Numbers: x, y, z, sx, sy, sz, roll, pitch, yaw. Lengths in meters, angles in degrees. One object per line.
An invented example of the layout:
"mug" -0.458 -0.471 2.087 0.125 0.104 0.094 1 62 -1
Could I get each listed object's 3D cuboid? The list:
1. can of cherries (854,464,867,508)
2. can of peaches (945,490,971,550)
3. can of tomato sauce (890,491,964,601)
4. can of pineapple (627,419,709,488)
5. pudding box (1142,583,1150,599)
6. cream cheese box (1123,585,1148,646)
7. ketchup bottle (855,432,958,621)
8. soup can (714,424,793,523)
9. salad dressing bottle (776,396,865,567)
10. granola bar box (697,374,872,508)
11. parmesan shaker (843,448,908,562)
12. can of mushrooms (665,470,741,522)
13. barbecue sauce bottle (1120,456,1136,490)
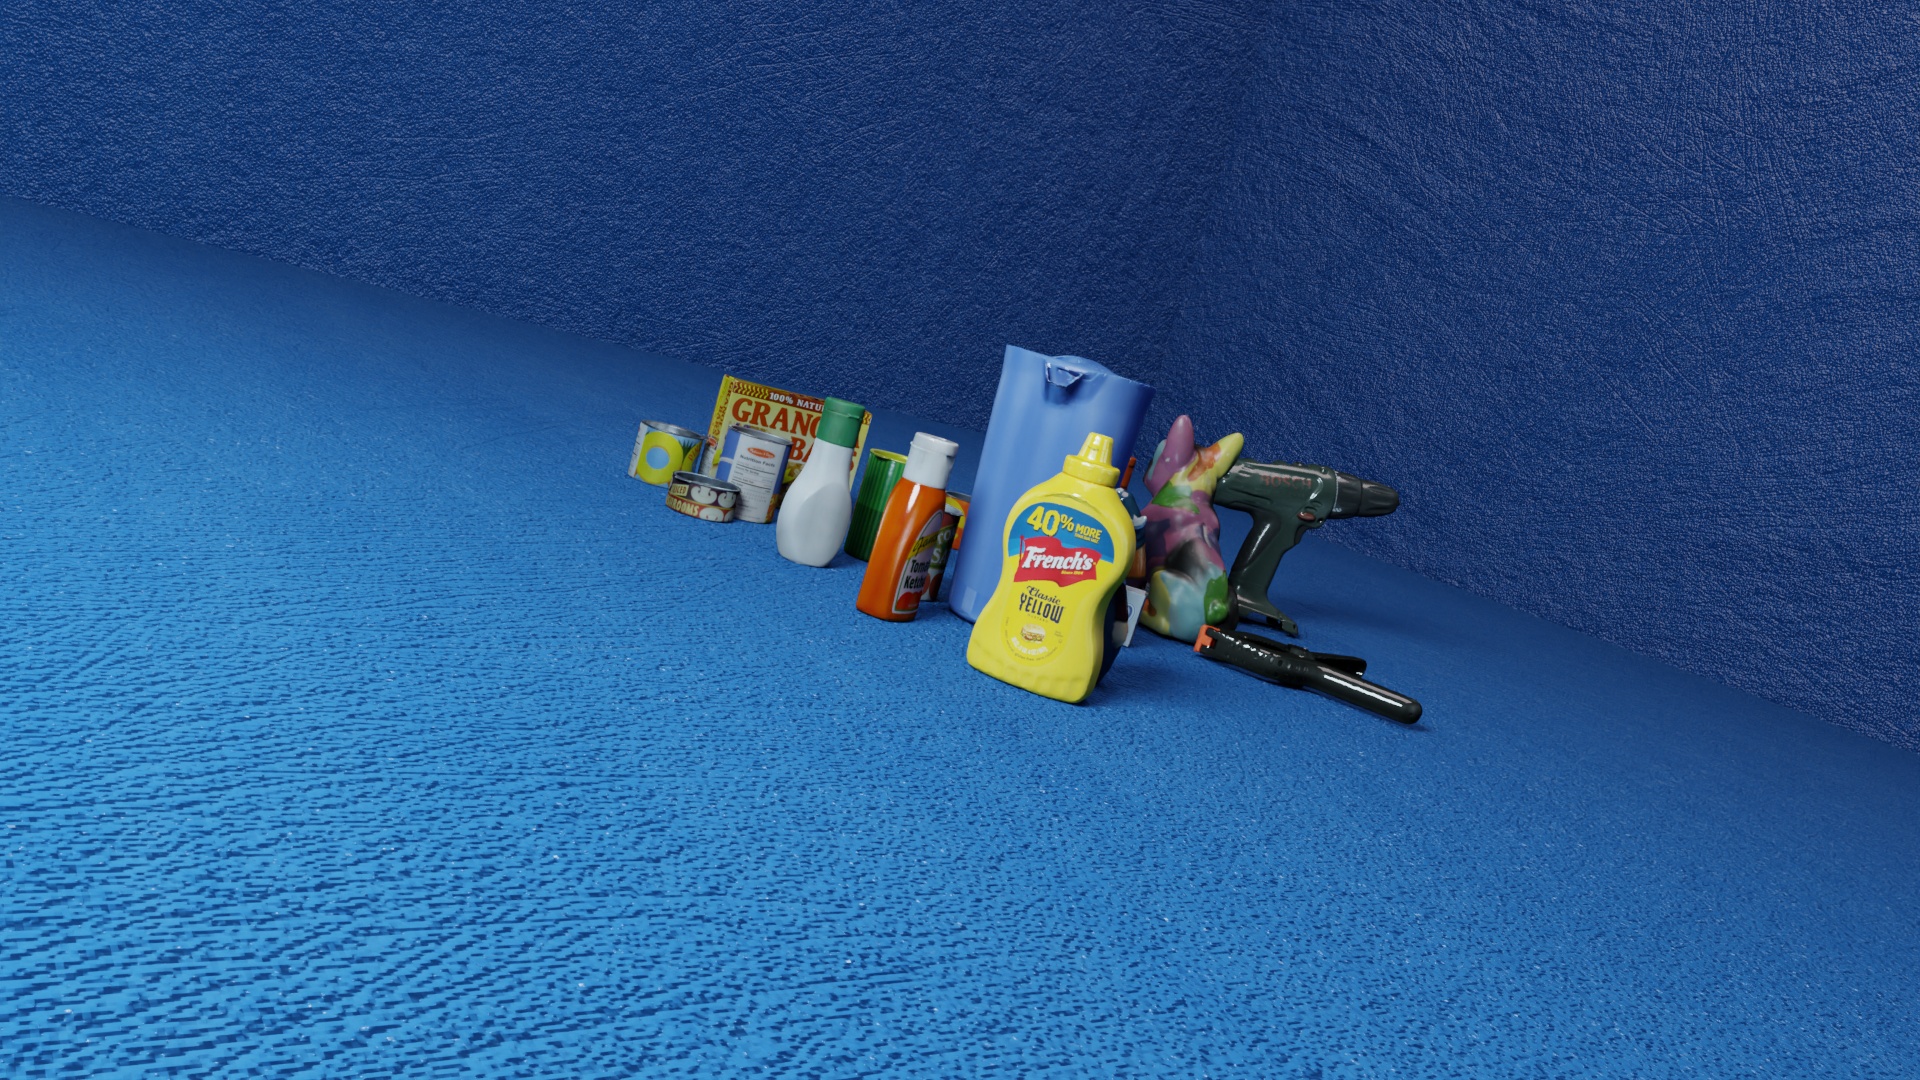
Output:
"can of cherries" -0.084 -0.053 1.631 0.071 0.058 0.071 16 8 -2
"can of peaches" 0.006 -0.020 1.590 0.071 0.058 0.071 16 8 -2
"can of tomato sauce" -0.040 0.006 1.233 0.071 0.083 0.071 16 8 -2
"can of pineapple" -0.300 -0.087 1.425 0.071 0.057 0.071 16 8 -2
"pudding box" 0.233 0.047 1.623 0.030 0.049 0.084 14 8 -22
"cream cheese box" 0.118 0.058 1.299 0.104 0.053 0.024 18 7 10
"ketchup bottle" -0.040 -0.011 1.110 0.043 0.148 0.065 20 8 22
"soup can" -0.208 -0.066 1.377 0.071 0.083 0.071 16 8 -2
"salad dressing bottle" -0.120 -0.052 1.230 0.064 0.147 0.044 11 9 -38
"granola bar box" -0.189 -0.098 1.488 0.166 0.124 0.039 11 9 -34
"parmesan shaker" -0.071 -0.031 1.346 0.071 0.103 0.071 16 7 -2
"can of mushrooms" -0.246 -0.042 1.316 0.071 0.033 0.071 16 8 -2
"barbecue sauce bottle" 0.180 -0.037 1.737 0.044 0.148 0.065 21 9 31
